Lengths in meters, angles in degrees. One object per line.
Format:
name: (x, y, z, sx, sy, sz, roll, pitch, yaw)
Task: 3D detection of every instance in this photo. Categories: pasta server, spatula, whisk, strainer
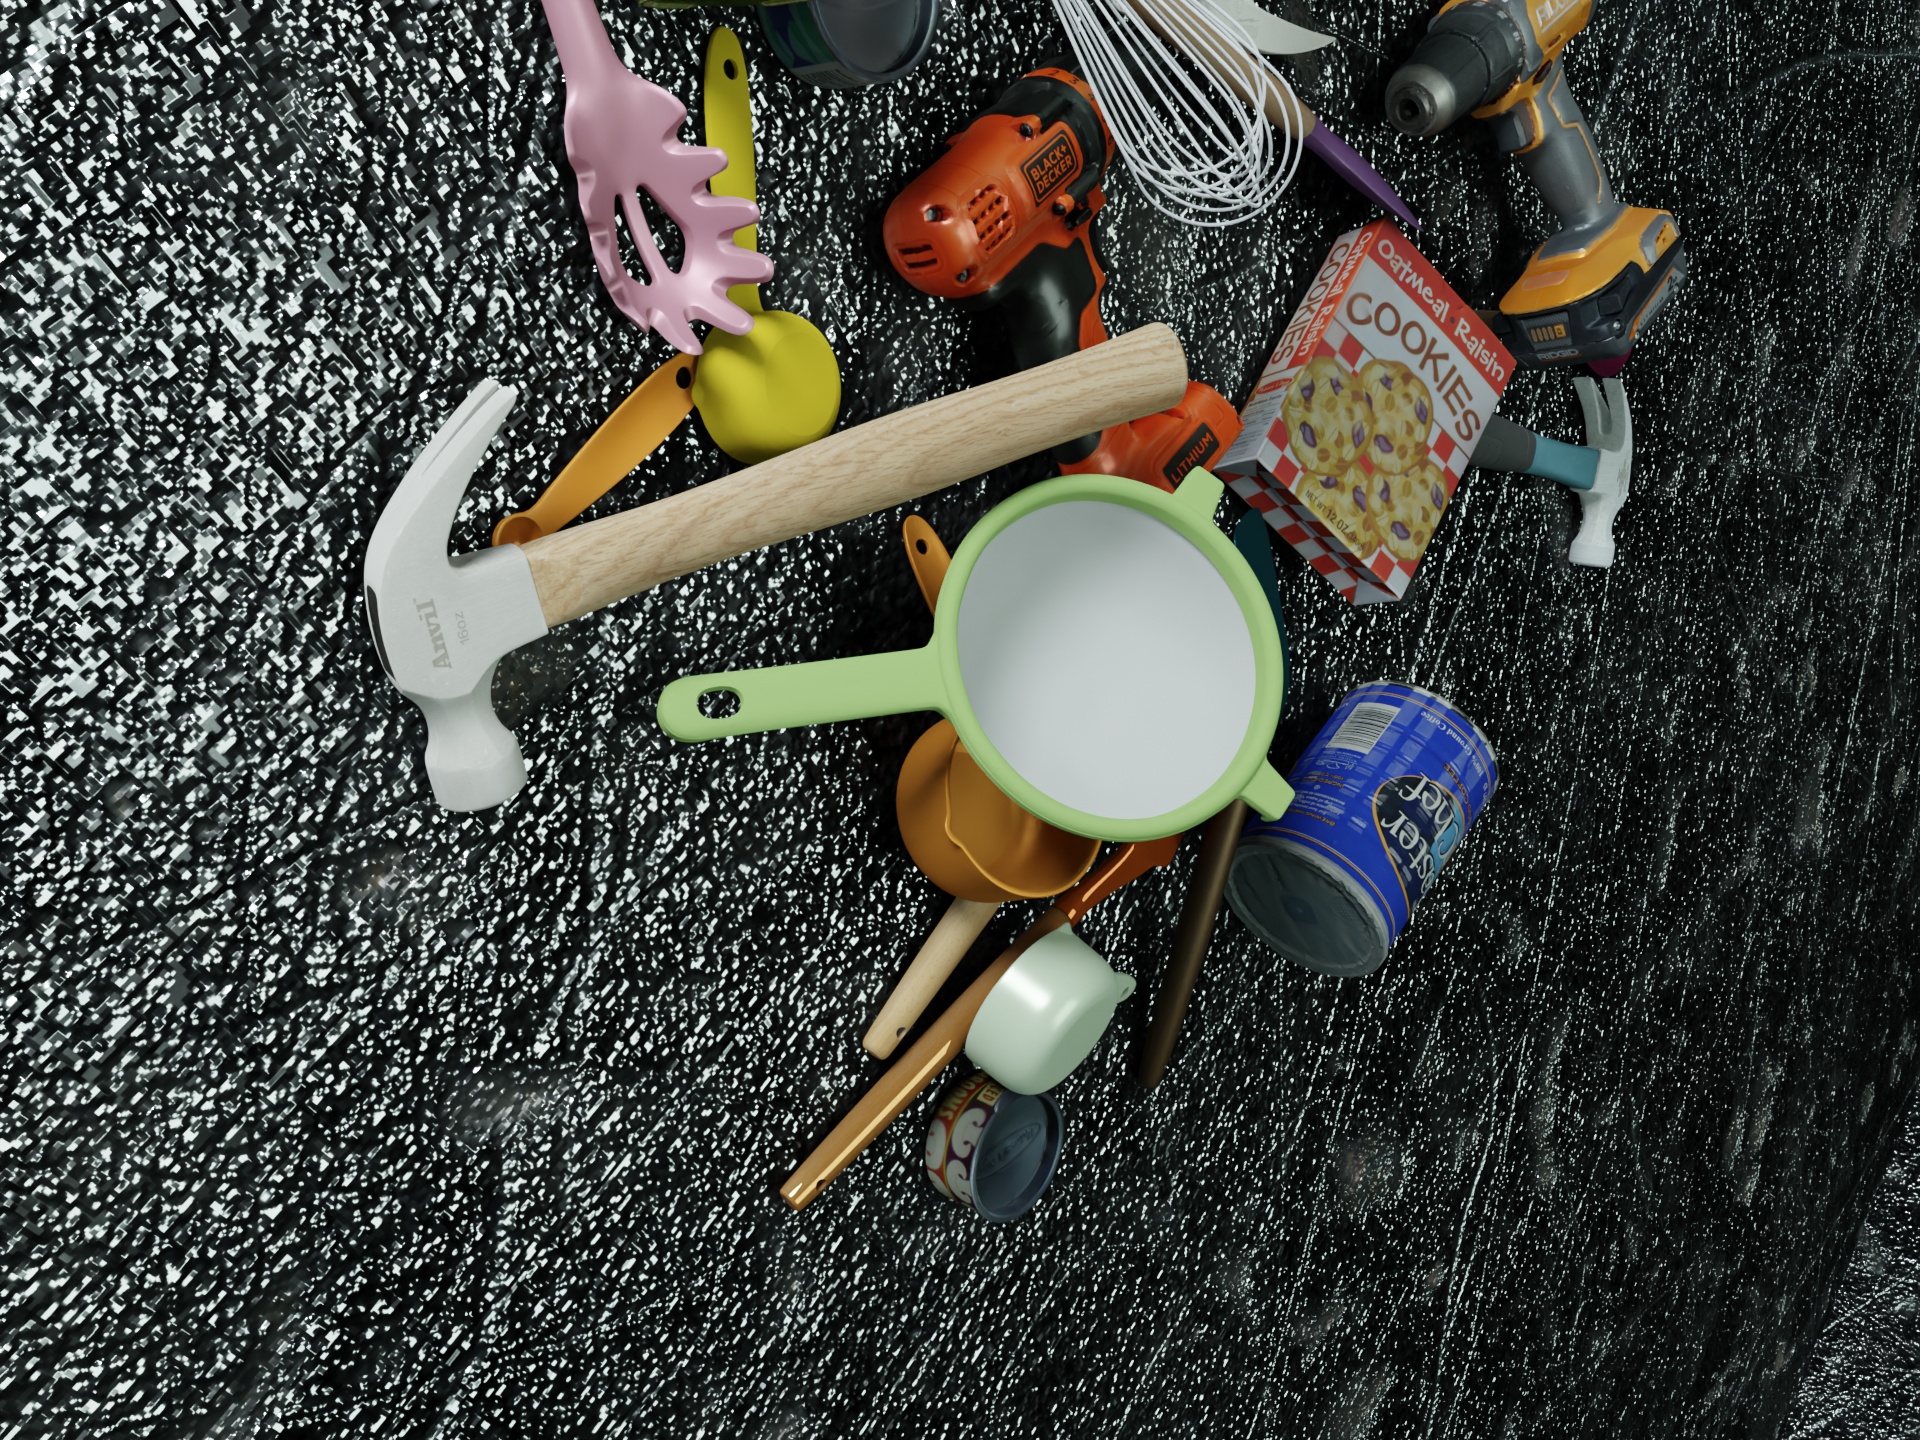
pasta server: (-0.135, -0.268, 0.493, 0.060, 0.040, 0.316, -31, 120, -25)
spatula: (0.154, -0.294, 0.763, 0.018, 0.060, 0.315, -45, 151, 26)
whisk: (0.031, -0.305, 0.602, 0.284, 0.070, 0.070, 46, 65, -19)
strainer: (0.003, -0.013, 0.640, 0.256, 0.069, 0.151, -8, 80, -19)
spatula: (0.126, 0.051, 0.820, 0.082, 0.044, 0.317, -40, 145, -65)
spatula: (0.026, 0.109, 0.765, 0.322, 0.041, 0.081, -43, 129, -26)

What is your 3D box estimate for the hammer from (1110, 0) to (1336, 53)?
hammer: (0.155, -0.513, 0.696, 0.146, 0.038, 0.410, -9, 114, -46)

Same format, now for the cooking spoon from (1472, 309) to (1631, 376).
cooking spoon: (0.375, -0.259, 1.040, 0.319, 0.017, 0.068, -13, 107, -44)

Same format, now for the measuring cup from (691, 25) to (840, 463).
measuring cup: (-0.072, -0.173, 0.585, 0.062, 0.029, 0.156, -21, 113, -49)

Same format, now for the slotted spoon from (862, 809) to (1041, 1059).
slotted spoon: (0.049, 0.030, 0.762, 0.314, 0.031, 0.070, -53, 134, -19)

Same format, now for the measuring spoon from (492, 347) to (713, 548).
measuring spoon: (-0.127, -0.096, 0.566, 0.117, 0.011, 0.021, -53, 132, -28)

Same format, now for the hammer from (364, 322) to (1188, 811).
hammer: (-0.050, -0.088, 0.576, 0.331, 0.031, 0.130, -25, 121, -26)

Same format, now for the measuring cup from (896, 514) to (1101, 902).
measuring cup: (-0.001, -0.002, 0.697, 0.095, 0.052, 0.173, -22, 90, -38)

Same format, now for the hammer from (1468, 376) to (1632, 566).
hammer: (0.359, -0.175, 1.033, 0.330, 0.033, 0.128, 0, 100, -46)

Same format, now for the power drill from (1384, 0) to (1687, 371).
power drill: (0.333, -0.319, 0.928, 0.185, 0.084, 0.226, -44, 118, -30)

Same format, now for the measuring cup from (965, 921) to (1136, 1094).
measuring cup: (0.062, 0.142, 0.773, 0.083, 0.038, 0.167, -59, 152, 10)
